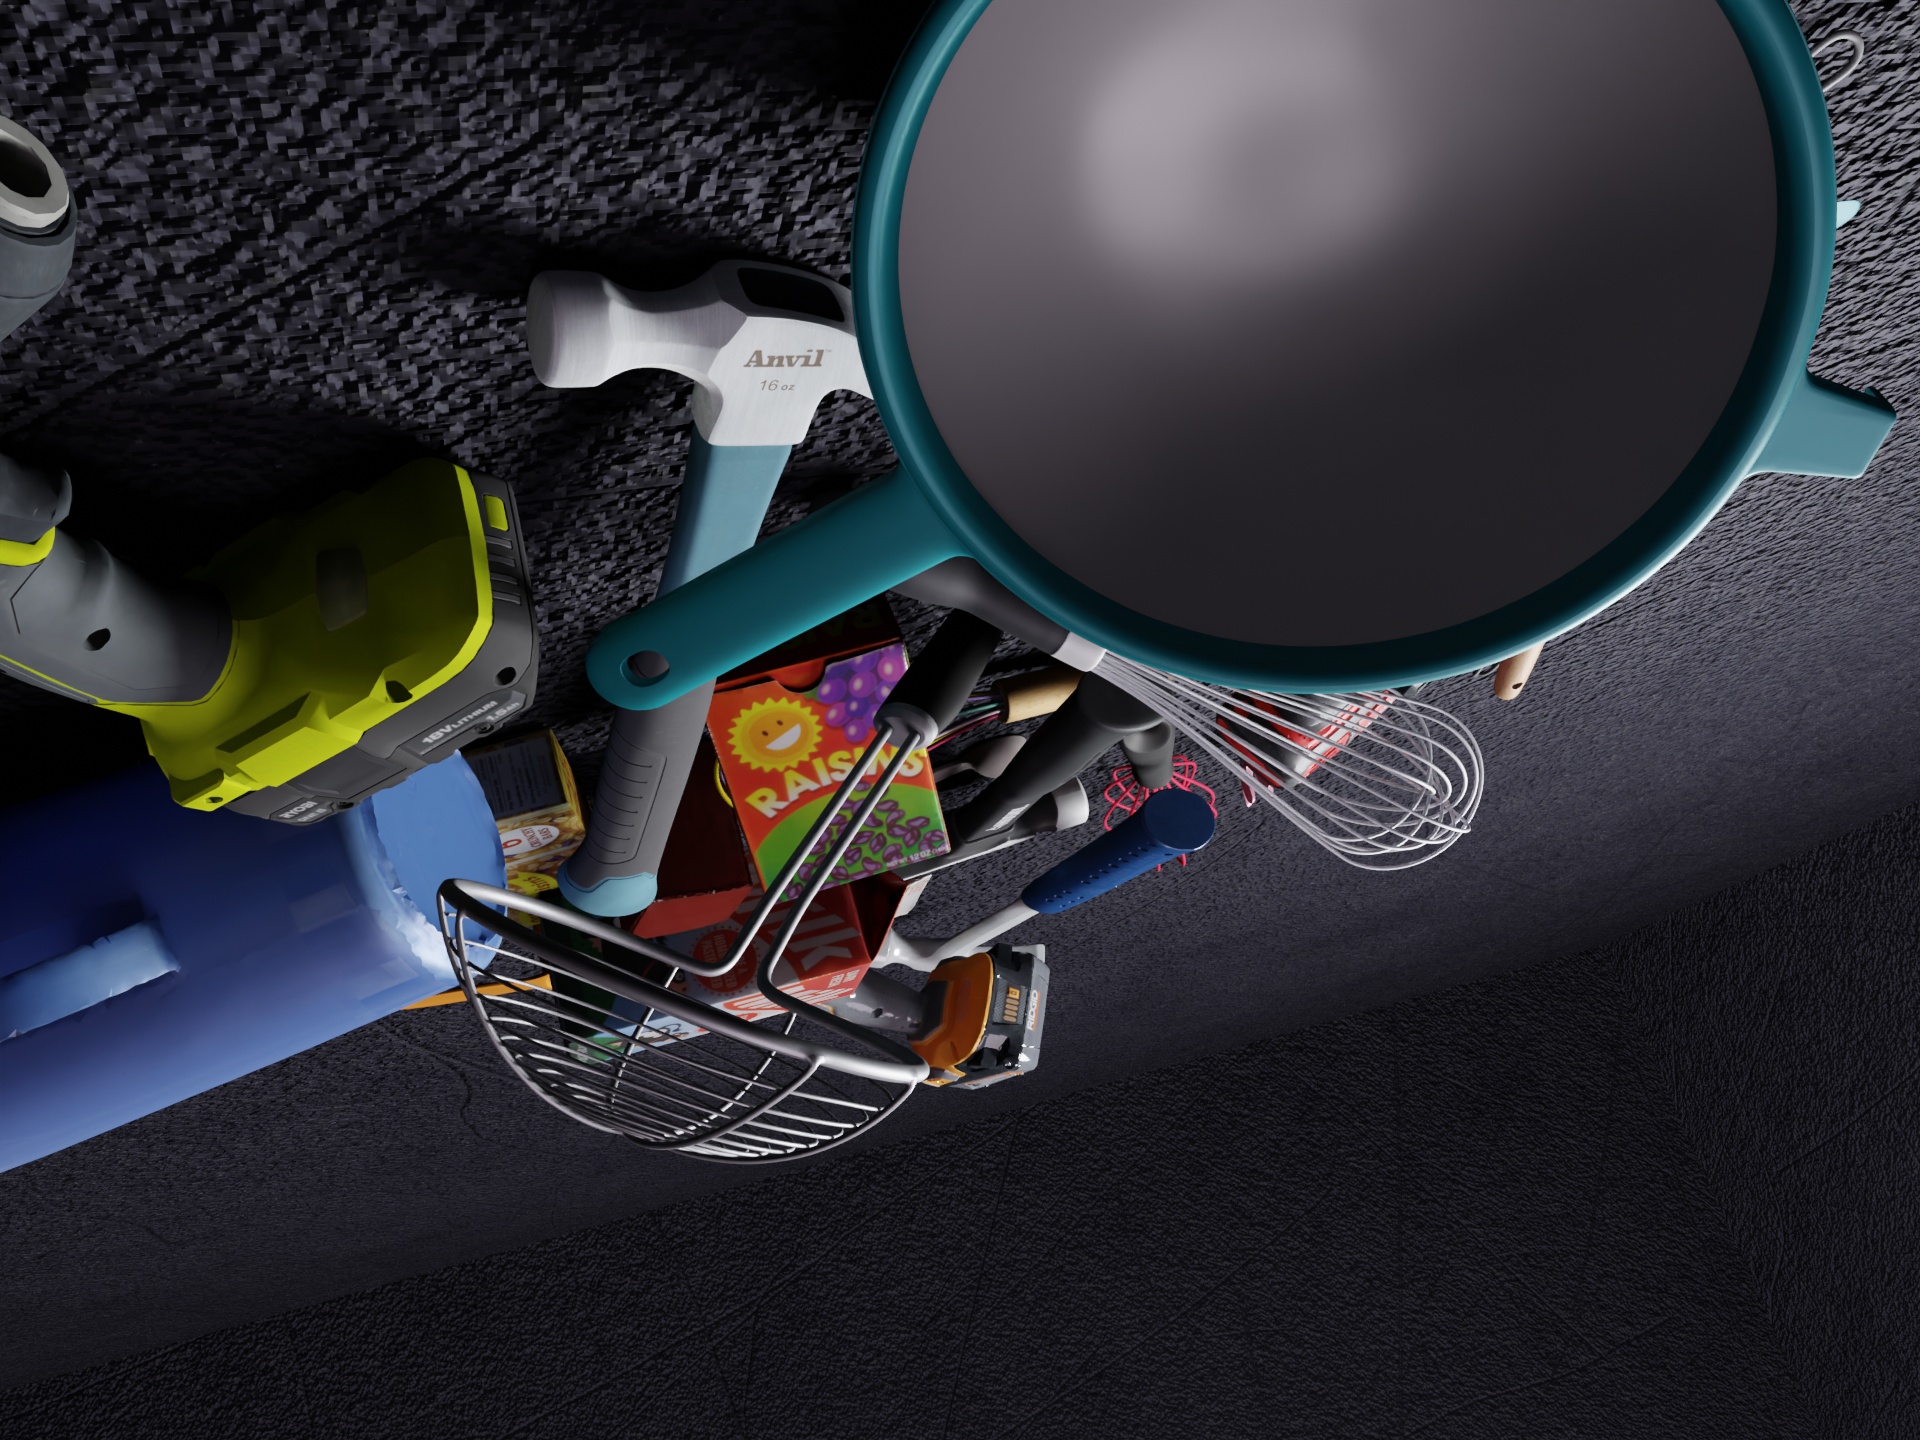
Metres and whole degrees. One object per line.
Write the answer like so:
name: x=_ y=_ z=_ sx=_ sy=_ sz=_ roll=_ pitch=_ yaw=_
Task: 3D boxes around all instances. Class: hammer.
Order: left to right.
hammer: x=-0.100 y=-0.022 z=0.552 sx=0.128 sy=0.033 sz=0.330 roll=-7 pitch=148 yaw=-27
hammer: x=0.028 y=0.029 z=0.769 sx=0.146 sy=0.035 sz=0.334 roll=-17 pitch=170 yaw=-14
hammer: x=0.052 y=0.115 z=1.004 sx=0.144 sy=0.035 sz=0.405 roll=12 pitch=158 yaw=-17

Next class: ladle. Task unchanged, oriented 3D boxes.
ladle: x=0.066 y=-0.103 z=0.567 sx=0.069 sy=0.031 sz=0.315 roll=-1 pitch=158 yaw=-18

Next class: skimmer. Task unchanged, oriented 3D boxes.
skimmer: x=-0.030 y=0.007 z=0.504 sx=0.363 sy=0.127 sz=0.090 roll=-58 pitch=166 yaw=-57

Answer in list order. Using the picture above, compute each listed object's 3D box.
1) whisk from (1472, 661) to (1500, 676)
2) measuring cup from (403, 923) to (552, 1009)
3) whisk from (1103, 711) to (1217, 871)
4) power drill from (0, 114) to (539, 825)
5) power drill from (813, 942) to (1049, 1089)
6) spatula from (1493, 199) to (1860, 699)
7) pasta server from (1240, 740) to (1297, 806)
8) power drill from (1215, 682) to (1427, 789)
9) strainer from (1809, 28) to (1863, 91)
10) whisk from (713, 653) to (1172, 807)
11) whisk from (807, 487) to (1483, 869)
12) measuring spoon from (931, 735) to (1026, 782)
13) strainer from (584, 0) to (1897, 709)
whisk: x=0.286 y=-0.093 z=0.750 sx=0.055 sy=0.055 sz=0.238 roll=-13 pitch=153 yaw=-13
measuring cup: x=-0.233 y=0.119 z=0.875 sx=0.173 sy=0.052 sz=0.095 roll=-9 pitch=159 yaw=-19
whisk: x=0.109 y=0.033 z=0.901 sx=0.073 sy=0.073 sz=0.295 roll=-19 pitch=162 yaw=4
power drill: x=-0.216 y=-0.048 z=0.396 sx=0.190 sy=0.080 sz=0.228 roll=-25 pitch=157 yaw=22
power drill: x=-0.058 y=0.167 z=1.014 sx=0.226 sy=0.084 sz=0.185 roll=17 pitch=154 yaw=-16
spatula: x=0.270 y=-0.097 z=0.673 sx=0.082 sy=0.044 sz=0.317 roll=-10 pitch=145 yaw=-4
pasta server: x=0.266 y=-0.036 z=0.907 sx=0.060 sy=0.040 sz=0.316 roll=-17 pitch=164 yaw=-42
power drill: x=0.192 y=-0.049 z=0.721 sx=0.143 sy=0.078 sz=0.219 roll=-41 pitch=168 yaw=-8
strainer: x=0.182 y=-0.140 z=0.545 sx=0.258 sy=0.050 sz=0.086 roll=-36 pitch=111 yaw=30
whisk: x=-0.001 y=-0.001 z=0.764 sx=0.245 sy=0.047 sz=0.051 roll=-14 pitch=171 yaw=-21
whisk: x=0.072 y=-0.017 z=0.591 sx=0.284 sy=0.070 sz=0.070 roll=24 pitch=147 yaw=-13
measuring spoon: x=-0.018 y=0.040 z=0.890 sx=0.124 sy=0.018 sz=0.034 roll=-24 pitch=160 yaw=10
strainer: x=0.035 y=-0.093 z=0.418 sx=0.340 sy=0.095 sz=0.210 roll=-24 pitch=119 yaw=30
